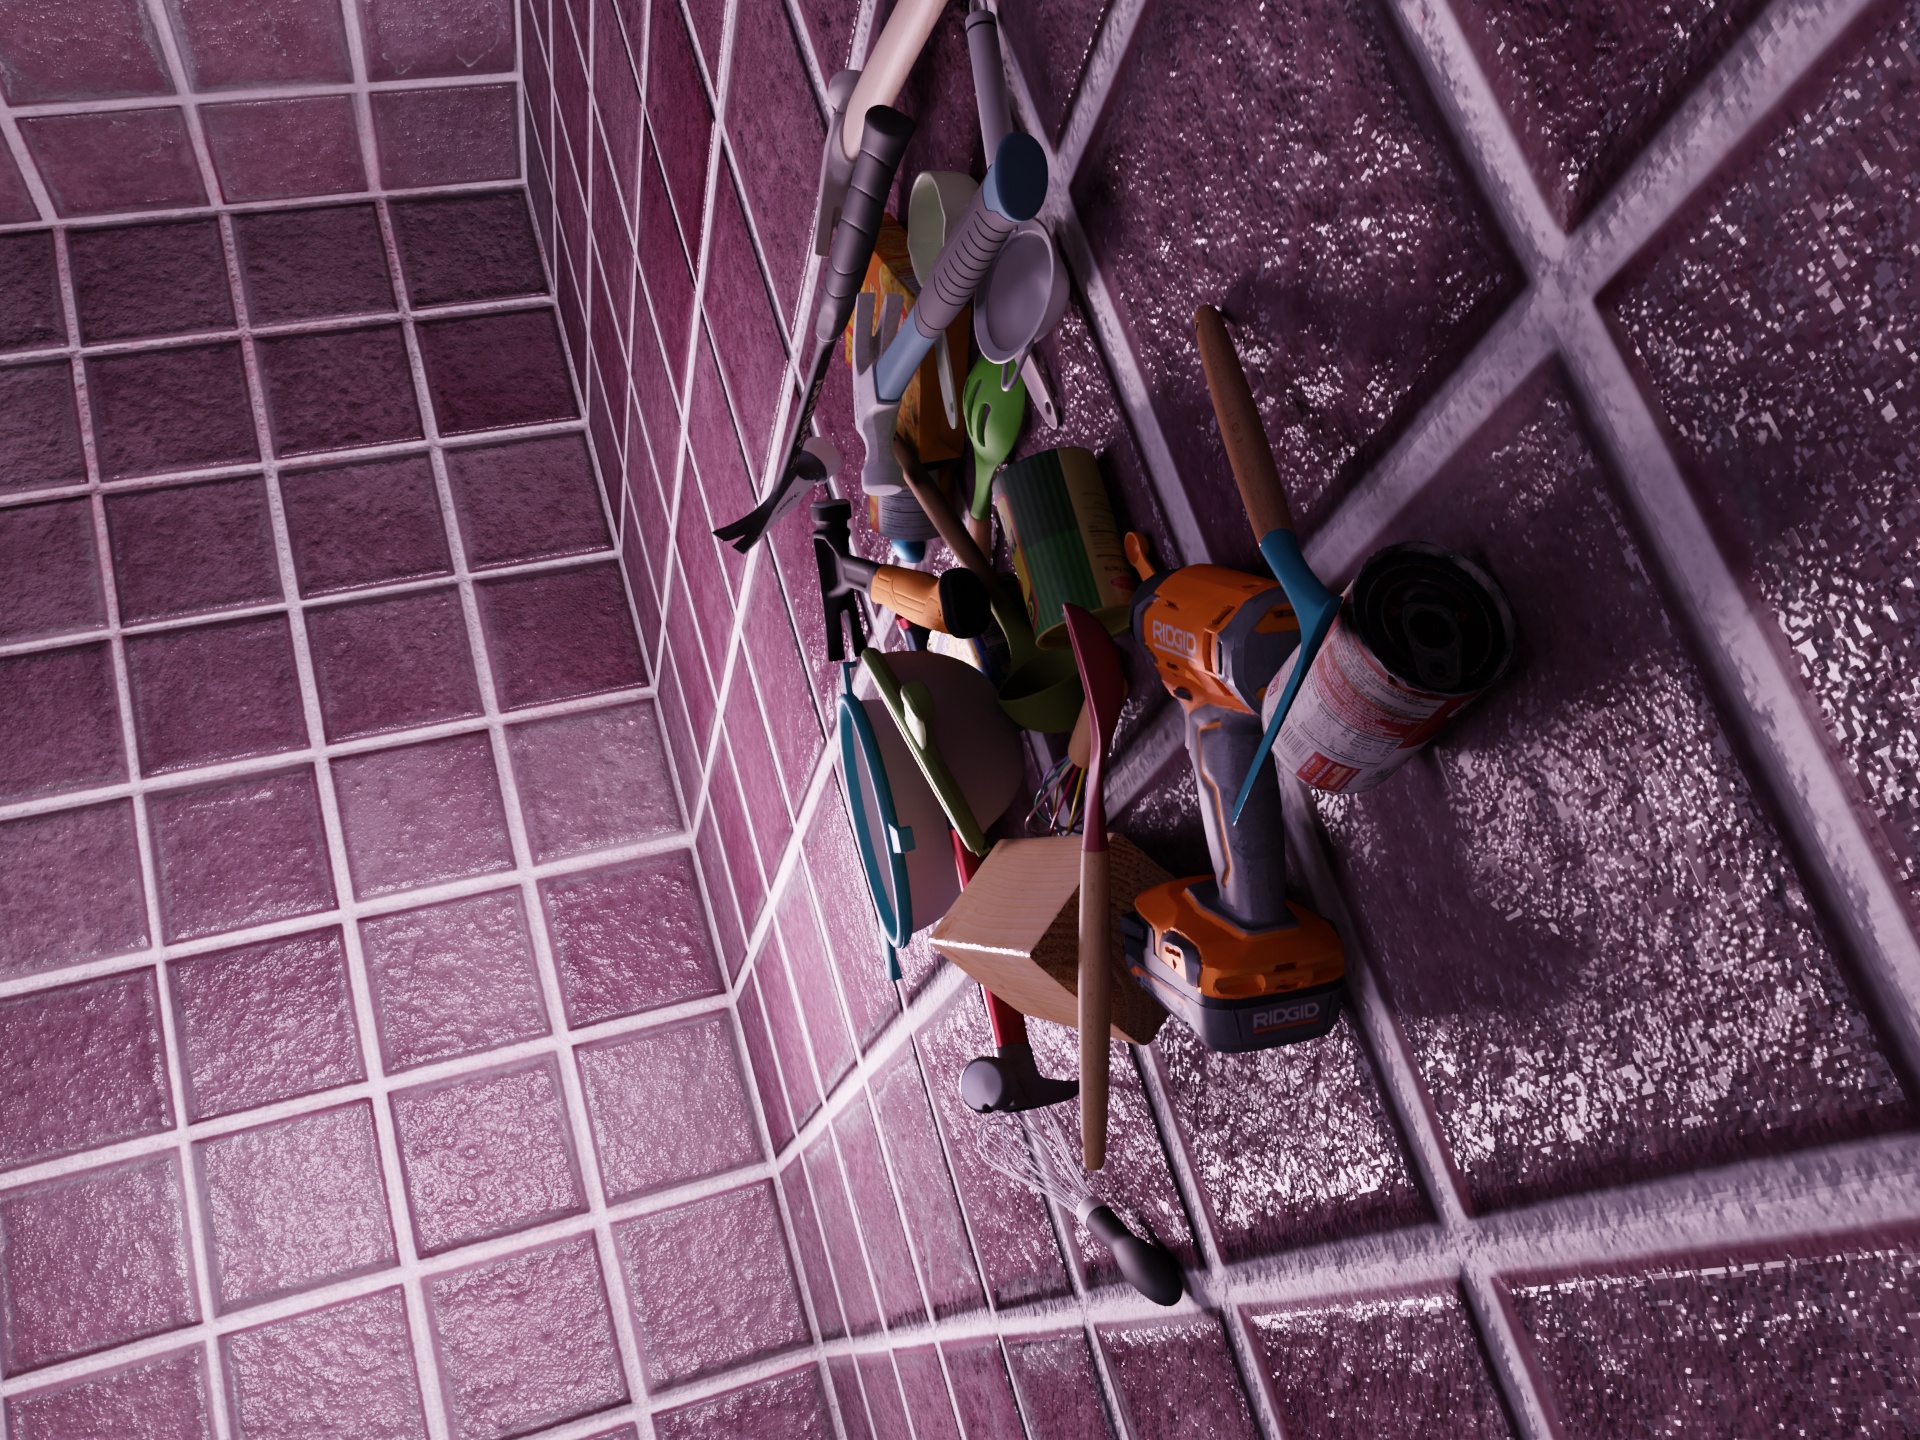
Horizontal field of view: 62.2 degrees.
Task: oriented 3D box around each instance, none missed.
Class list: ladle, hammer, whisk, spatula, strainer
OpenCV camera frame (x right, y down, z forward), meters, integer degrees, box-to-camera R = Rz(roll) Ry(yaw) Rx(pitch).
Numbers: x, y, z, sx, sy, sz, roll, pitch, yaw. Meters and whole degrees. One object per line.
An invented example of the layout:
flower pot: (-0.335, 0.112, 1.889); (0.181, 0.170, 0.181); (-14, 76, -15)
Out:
ladle: (0.010, -0.108, 1.061); (0.321, 0.078, 0.062); (59, 175, 38)
hammer: (-0.047, -0.085, 1.110); (0.337, 0.034, 0.127); (-152, 54, -69)
whisk: (0.083, 0.352, 1.188); (0.285, 0.070, 0.070); (-150, 50, -61)
ladle: (0.071, 0.094, 0.848); (0.069, 0.031, 0.315); (-88, -3, -78)
hammer: (-0.101, -0.272, 1.151); (0.036, 0.149, 0.408); (34, 146, 4)
spatula: (0.119, -0.094, 0.671); (0.318, 0.044, 0.082); (-94, 13, -46)
strainer: (0.030, -0.319, 0.951); (0.087, 0.050, 0.258); (-20, 76, 56)
hammer: (-0.015, -0.254, 0.984); (0.331, 0.033, 0.128); (145, 120, -68)
strainer: (-0.031, 0.113, 1.334); (0.340, 0.095, 0.211); (88, 165, -49)
whisk: (0.075, 0.031, 0.969); (0.051, 0.047, 0.244); (27, 158, 7)
strainer: (-0.002, -0.003, 0.983); (0.151, 0.069, 0.256); (60, 176, 8)
hammer: (-0.026, -0.440, 0.997); (0.410, 0.038, 0.146); (150, 127, -69)
hammer: (0.014, 0.092, 1.174); (0.143, 0.038, 0.387); (19, -125, -59)

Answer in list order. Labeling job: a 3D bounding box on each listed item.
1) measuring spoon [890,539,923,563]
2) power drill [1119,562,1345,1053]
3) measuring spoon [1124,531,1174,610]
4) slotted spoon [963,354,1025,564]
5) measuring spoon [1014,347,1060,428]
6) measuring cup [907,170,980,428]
measuring spoon: (-0.062, -0.183, 1.341); (0.042, 0.021, 0.129); (103, 149, -52)
power drill: (0.129, 0.033, 0.807); (0.164, 0.084, 0.226); (-144, 49, -68)
measuring spoon: (0.121, -0.061, 0.886); (0.021, 0.011, 0.117); (104, 146, -54)
slotted spoon: (0.014, -0.126, 1.142); (0.313, 0.031, 0.070); (94, 154, -44)
measuring spoon: (0.042, -0.241, 1.009); (0.124, 0.018, 0.034); (67, 159, 11)
measuring cup: (-0.001, -0.280, 1.057); (0.083, 0.038, 0.167); (-168, 69, -71)
